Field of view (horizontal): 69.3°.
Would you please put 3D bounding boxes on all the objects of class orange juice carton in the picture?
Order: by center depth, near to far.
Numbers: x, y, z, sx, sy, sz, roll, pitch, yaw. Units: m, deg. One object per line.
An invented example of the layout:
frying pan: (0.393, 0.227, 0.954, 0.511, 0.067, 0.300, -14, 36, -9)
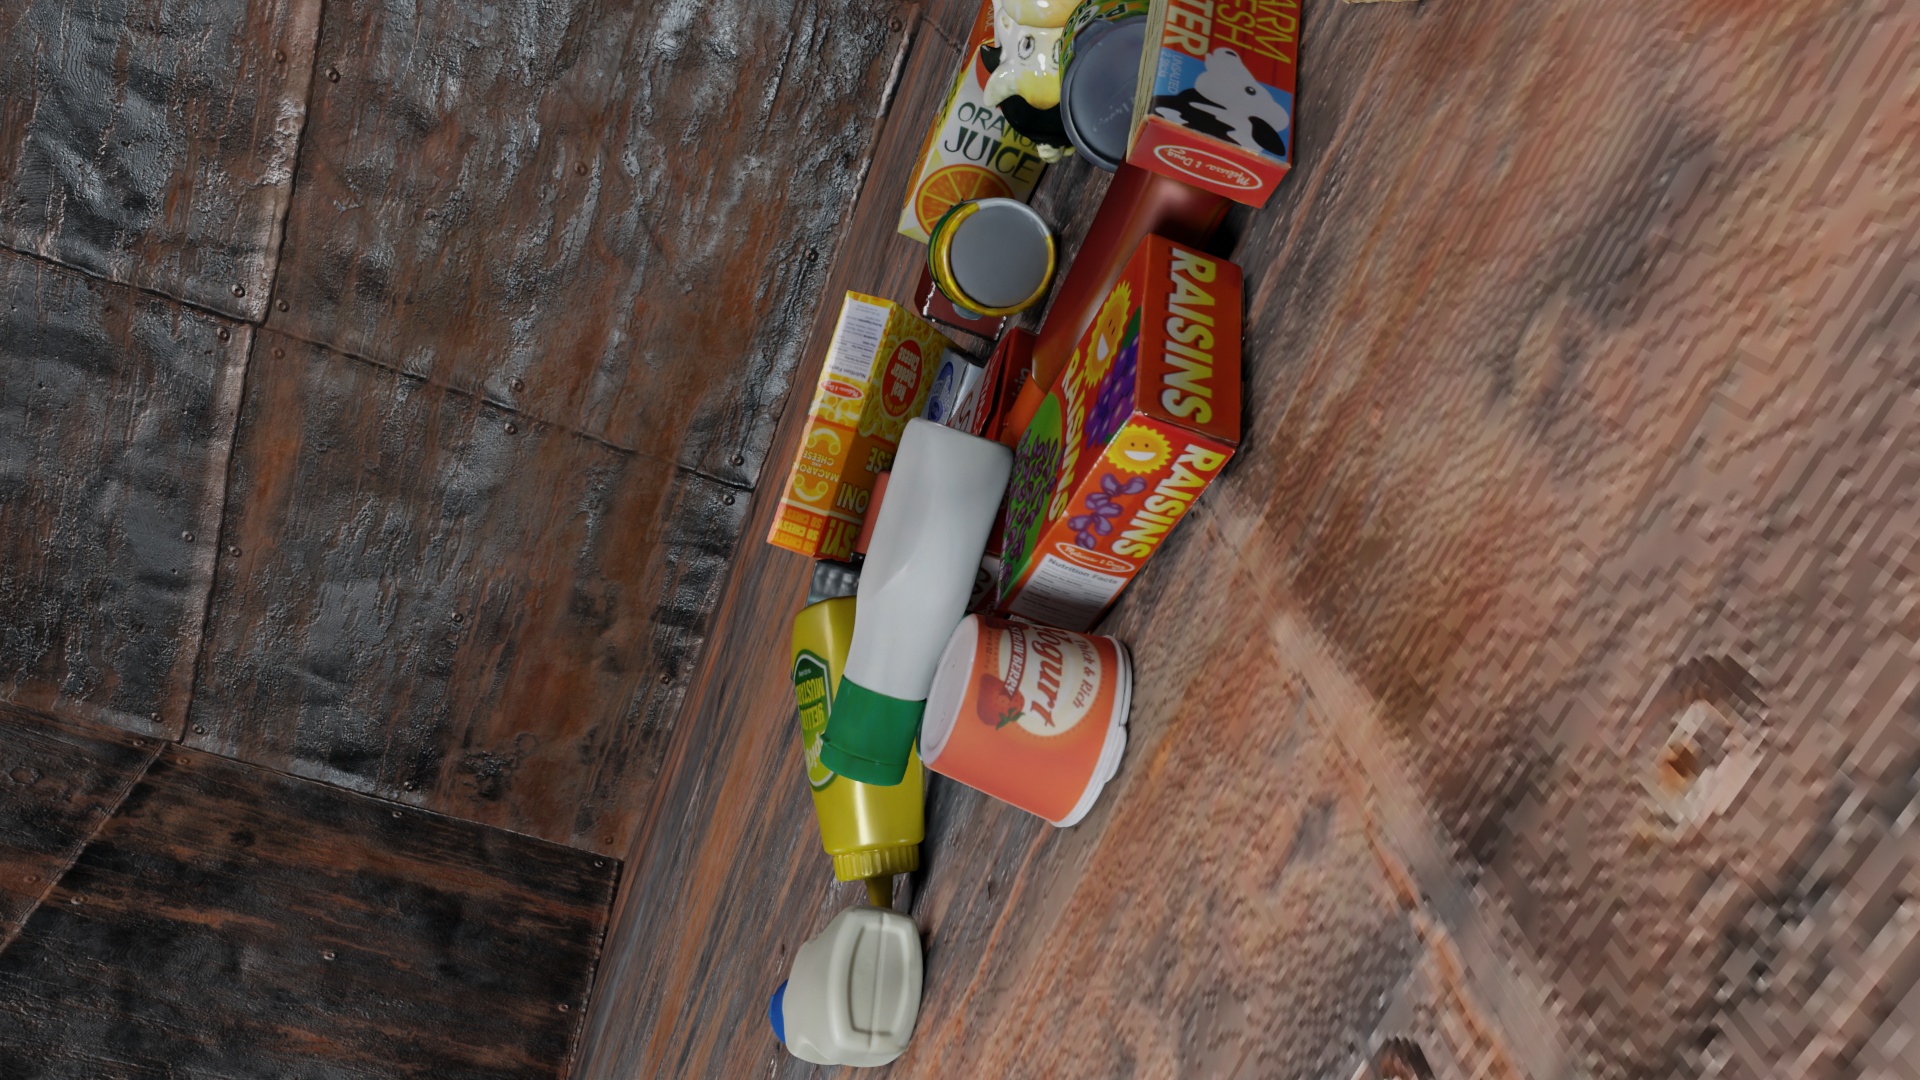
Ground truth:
orange juice carton: (0.027, -0.280, 0.907, 0.191, 0.073, 0.072, 121, 163, -45)

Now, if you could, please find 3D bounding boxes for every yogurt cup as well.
yogurt cup: (0.020, 0.058, 0.476, 0.072, 0.054, 0.072, -160, 88, -79)

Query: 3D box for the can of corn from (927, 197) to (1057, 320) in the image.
can of corn: (0.017, -0.159, 0.789, 0.058, 0.071, 0.071, -125, 54, -75)

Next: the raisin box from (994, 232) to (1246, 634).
raisin box: (0.055, -0.034, 0.492, 0.122, 0.040, 0.086, 121, 164, -51)

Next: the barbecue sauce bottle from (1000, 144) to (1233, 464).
barbecue sauce bottle: (0.059, -0.090, 0.549, 0.065, 0.044, 0.147, -74, 8, -54)

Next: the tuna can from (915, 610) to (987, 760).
tuna can: (0.007, 0.065, 0.576, 0.071, 0.033, 0.071, -160, 88, -79)

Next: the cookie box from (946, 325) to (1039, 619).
cookie box: (0.002, -0.009, 0.689, 0.166, 0.040, 0.123, 128, 157, -57)

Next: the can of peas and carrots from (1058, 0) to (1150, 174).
can of peas and carrots: (0.072, -0.196, 0.580, 0.059, 0.071, 0.070, -87, 19, -53)

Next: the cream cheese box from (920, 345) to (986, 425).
cream cheese box: (-0.002, -0.089, 0.868, 0.104, 0.024, 0.053, -120, 50, -74)

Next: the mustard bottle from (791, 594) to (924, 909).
mustard bottle: (-0.045, 0.107, 0.650, 0.065, 0.049, 0.160, -31, 65, 60)

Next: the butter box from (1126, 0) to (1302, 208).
butter box: (0.092, -0.169, 0.494, 0.024, 0.053, 0.104, 121, 163, -57)

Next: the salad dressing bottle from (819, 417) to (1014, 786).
salad dressing bottle: (-0.020, 0.025, 0.570, 0.064, 0.044, 0.147, 27, 100, 68)

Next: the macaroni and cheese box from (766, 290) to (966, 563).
macaroni and cheese box: (-0.058, -0.065, 0.912, 0.124, 0.040, 0.166, 18, -91, -68)

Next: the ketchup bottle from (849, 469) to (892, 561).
ketchup bottle: (-0.053, 0.031, 0.874, 0.065, 0.043, 0.148, -71, -1, -88)

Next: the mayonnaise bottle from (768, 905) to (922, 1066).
mayonnaise bottle: (-0.056, 0.208, 0.632, 0.147, 0.041, 0.065, 128, 151, -61)
